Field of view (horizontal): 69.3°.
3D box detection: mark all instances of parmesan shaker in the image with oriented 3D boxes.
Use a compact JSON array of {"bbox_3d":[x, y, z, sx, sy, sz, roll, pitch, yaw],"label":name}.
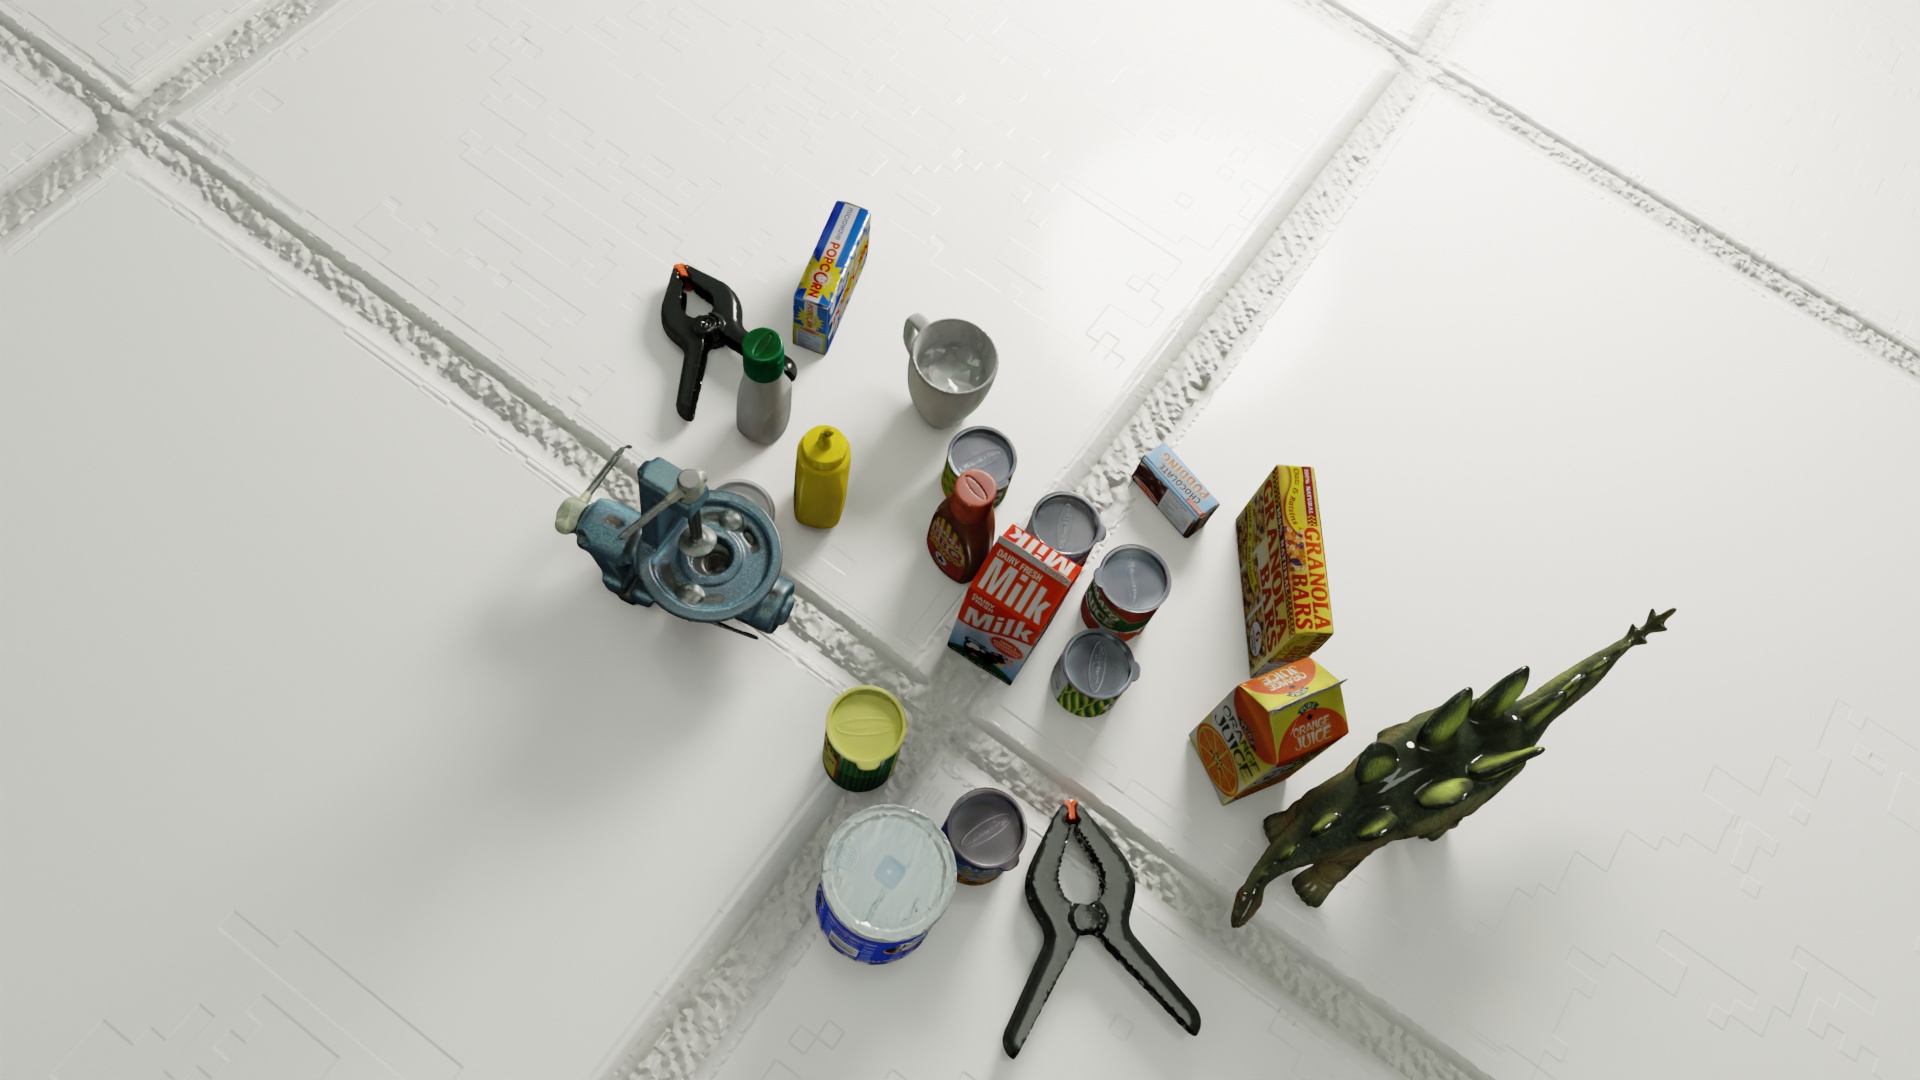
[{"bbox_3d":[-0.083,0.172,1.171,0.071,0.102,0.071,3,66,-7],"label":"parmesan shaker"}]

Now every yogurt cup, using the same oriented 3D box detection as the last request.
[{"bbox_3d":[-0.203,-0.016,1.267,0.072,0.053,0.072,3,65,-7],"label":"yogurt cup"}]

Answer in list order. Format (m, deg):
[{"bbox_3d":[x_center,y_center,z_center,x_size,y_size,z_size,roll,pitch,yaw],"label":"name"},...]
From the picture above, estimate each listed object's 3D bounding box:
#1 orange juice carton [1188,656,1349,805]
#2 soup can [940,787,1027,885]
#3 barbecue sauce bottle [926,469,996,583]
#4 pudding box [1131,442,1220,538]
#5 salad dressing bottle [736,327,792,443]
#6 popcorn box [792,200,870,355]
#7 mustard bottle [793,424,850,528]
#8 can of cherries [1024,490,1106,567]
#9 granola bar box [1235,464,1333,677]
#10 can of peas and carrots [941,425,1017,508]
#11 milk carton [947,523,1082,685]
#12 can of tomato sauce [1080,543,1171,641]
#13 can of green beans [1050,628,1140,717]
[{"bbox_3d":[0.264,0.159,1.178,0.072,0.191,0.073,-19,70,-15],"label":"orange juice carton"},{"bbox_3d":[0.018,0.251,1.160,0.071,0.083,0.071,3,66,-7],"label":"soup can"},{"bbox_3d":[0.004,-0.016,1.245,0.044,0.148,0.065,-33,74,-20],"label":"barbecue sauce bottle"},{"bbox_3d":[0.207,-0.049,1.343,0.030,0.049,0.084,-35,75,-20],"label":"pudding box"},{"bbox_3d":[-0.181,-0.142,1.277,0.044,0.147,0.064,29,65,5],"label":"salad dressing bottle"},{"bbox_3d":[-0.127,-0.260,1.373,0.038,0.085,0.127,19,65,1],"label":"popcorn box"},{"bbox_3d":[-0.124,-0.065,1.243,0.049,0.159,0.065,7,65,-5],"label":"mustard bottle"},{"bbox_3d":[0.096,-0.004,1.302,0.071,0.058,0.072,3,65,-7],"label":"can of cherries"},{"bbox_3d":[0.297,0.030,1.279,0.039,0.123,0.166,3,65,-7],"label":"granola bar box"},{"bbox_3d":[0.018,-0.065,1.319,0.071,0.058,0.071,3,65,-7],"label":"can of peas and carrots"},{"bbox_3d":[0.047,0.051,1.197,0.072,0.189,0.074,32,66,7],"label":"milk carton"},{"bbox_3d":[0.148,0.050,1.271,0.071,0.082,0.071,3,66,-7],"label":"can of tomato sauce"},{"bbox_3d":[0.118,0.120,1.249,0.071,0.057,0.071,3,65,-7],"label":"can of green beans"}]
